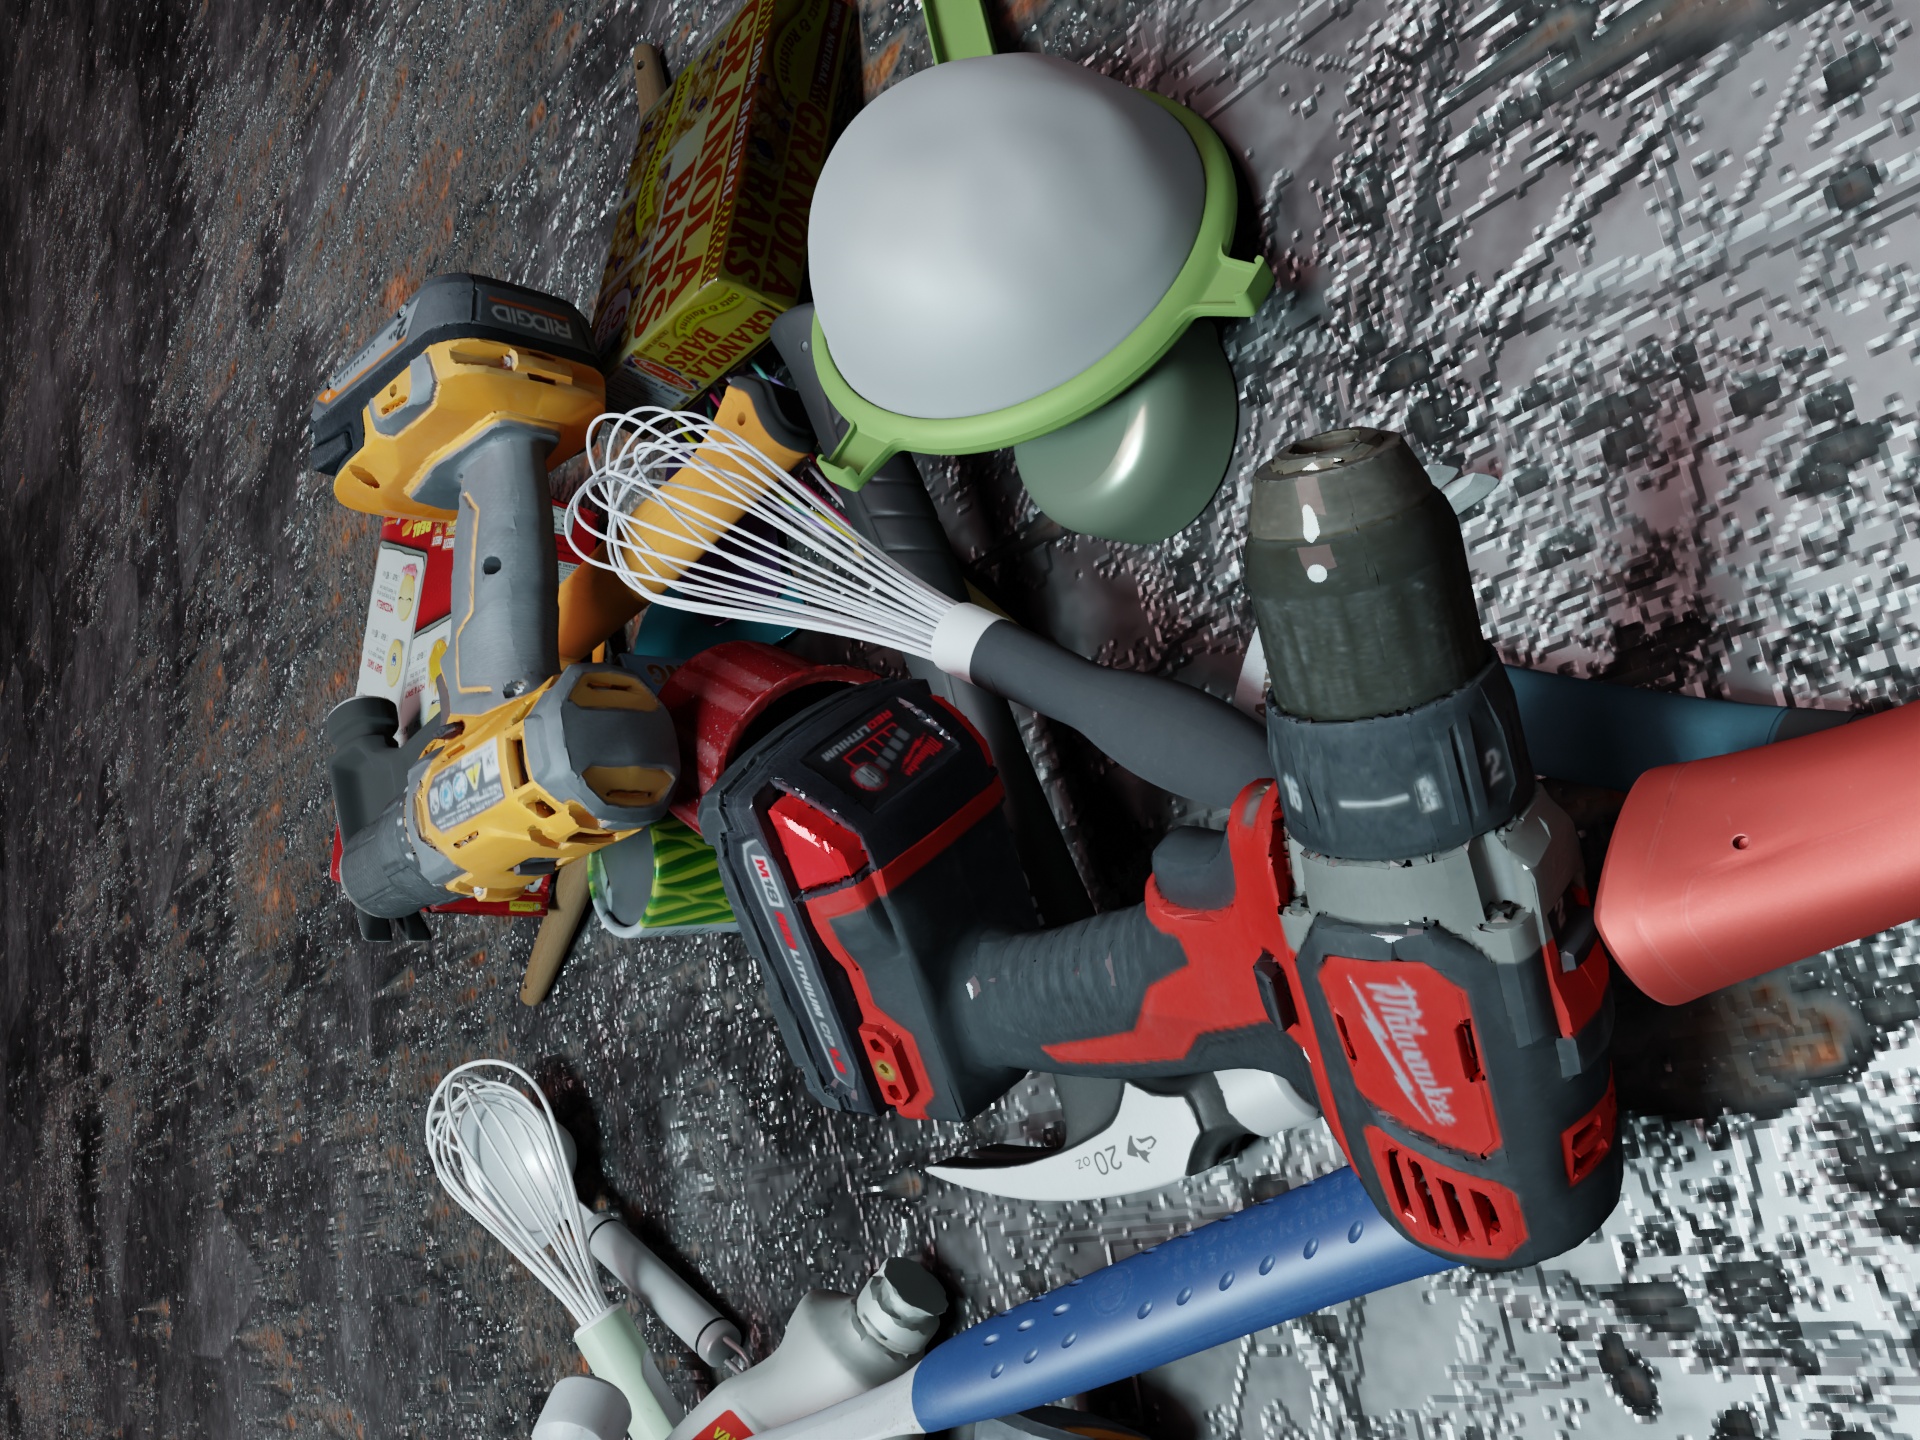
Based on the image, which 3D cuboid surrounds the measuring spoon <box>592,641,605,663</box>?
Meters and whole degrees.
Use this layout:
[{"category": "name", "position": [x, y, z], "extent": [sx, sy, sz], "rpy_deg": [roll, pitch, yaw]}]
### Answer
[{"category": "measuring spoon", "position": [-0.187, -0.032, 0.803], "extent": [0.021, 0.011, 0.117], "rpy_deg": [137, 137, -58]}]

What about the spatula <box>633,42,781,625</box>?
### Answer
[{"category": "spatula", "position": [-0.130, -0.191, 0.750], "extent": [0.060, 0.018, 0.316], "rpy_deg": [-20, 69, 24]}]

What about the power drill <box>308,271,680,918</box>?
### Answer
[{"category": "power drill", "position": [-0.202, -0.038, 0.640], "extent": [0.185, 0.084, 0.226], "rpy_deg": [-26, 70, 38]}]

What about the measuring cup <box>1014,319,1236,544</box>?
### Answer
[{"category": "measuring cup", "position": [0.027, -0.127, 0.546], "extent": [0.168, 0.038, 0.083], "rpy_deg": [53, 126, 35]}]

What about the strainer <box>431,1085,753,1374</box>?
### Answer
[{"category": "strainer", "position": [-0.177, 0.246, 0.773], "extent": [0.259, 0.050, 0.087], "rpy_deg": [22, 111, 43]}]

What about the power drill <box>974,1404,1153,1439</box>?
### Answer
[{"category": "power drill", "position": [0.070, 0.292, 0.418], "extent": [0.226, 0.084, 0.164], "rpy_deg": [-6, 66, 52]}]

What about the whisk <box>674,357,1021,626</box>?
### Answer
[{"category": "whisk", "position": [-0.042, -0.085, 0.632], "extent": [0.245, 0.047, 0.051], "rpy_deg": [43, 119, 37]}]

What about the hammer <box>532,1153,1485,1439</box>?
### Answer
[{"category": "hammer", "position": [-0.018, 0.215, 0.488], "extent": [0.405, 0.035, 0.144], "rpy_deg": [-32, 18, 26]}]

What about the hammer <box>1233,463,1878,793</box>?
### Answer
[{"category": "hammer", "position": [0.193, 0.015, 0.346], "extent": [0.331, 0.033, 0.128], "rpy_deg": [15, 100, 49]}]

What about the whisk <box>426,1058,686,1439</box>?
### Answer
[{"category": "whisk", "position": [-0.165, 0.260, 0.710], "extent": [0.059, 0.057, 0.246], "rpy_deg": [-35, 79, -2]}]

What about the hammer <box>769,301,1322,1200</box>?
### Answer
[{"category": "hammer", "position": [-0.001, -0.002, 0.544], "extent": [0.146, 0.035, 0.335], "rpy_deg": [-36, 68, 38]}]

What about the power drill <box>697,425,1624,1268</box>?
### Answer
[{"category": "power drill", "position": [0.040, 0.030, 0.395], "extent": [0.227, 0.080, 0.187], "rpy_deg": [-1, 116, 42]}]

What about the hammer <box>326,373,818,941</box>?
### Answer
[{"category": "hammer", "position": [-0.176, -0.028, 0.688], "extent": [0.337, 0.034, 0.127], "rpy_deg": [-36, 61, 32]}]

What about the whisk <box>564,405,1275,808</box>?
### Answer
[{"category": "whisk", "position": [-0.021, -0.035, 0.503], "extent": [0.285, 0.070, 0.070], "rpy_deg": [26, 109, 30]}]

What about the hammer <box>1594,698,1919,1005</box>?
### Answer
[{"category": "hammer", "position": [0.262, -0.031, 0.225], "extent": [0.359, 0.036, 0.149], "rpy_deg": [-36, 57, 35]}]

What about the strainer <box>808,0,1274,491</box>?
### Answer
[{"category": "strainer", "position": [-0.001, -0.206, 0.529], "extent": [0.151, 0.069, 0.257], "rpy_deg": [-21, 55, 17]}]

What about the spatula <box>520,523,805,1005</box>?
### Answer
[{"category": "spatula", "position": [-0.162, 0.038, 0.780], "extent": [0.082, 0.044, 0.317], "rpy_deg": [57, 133, 34]}]
